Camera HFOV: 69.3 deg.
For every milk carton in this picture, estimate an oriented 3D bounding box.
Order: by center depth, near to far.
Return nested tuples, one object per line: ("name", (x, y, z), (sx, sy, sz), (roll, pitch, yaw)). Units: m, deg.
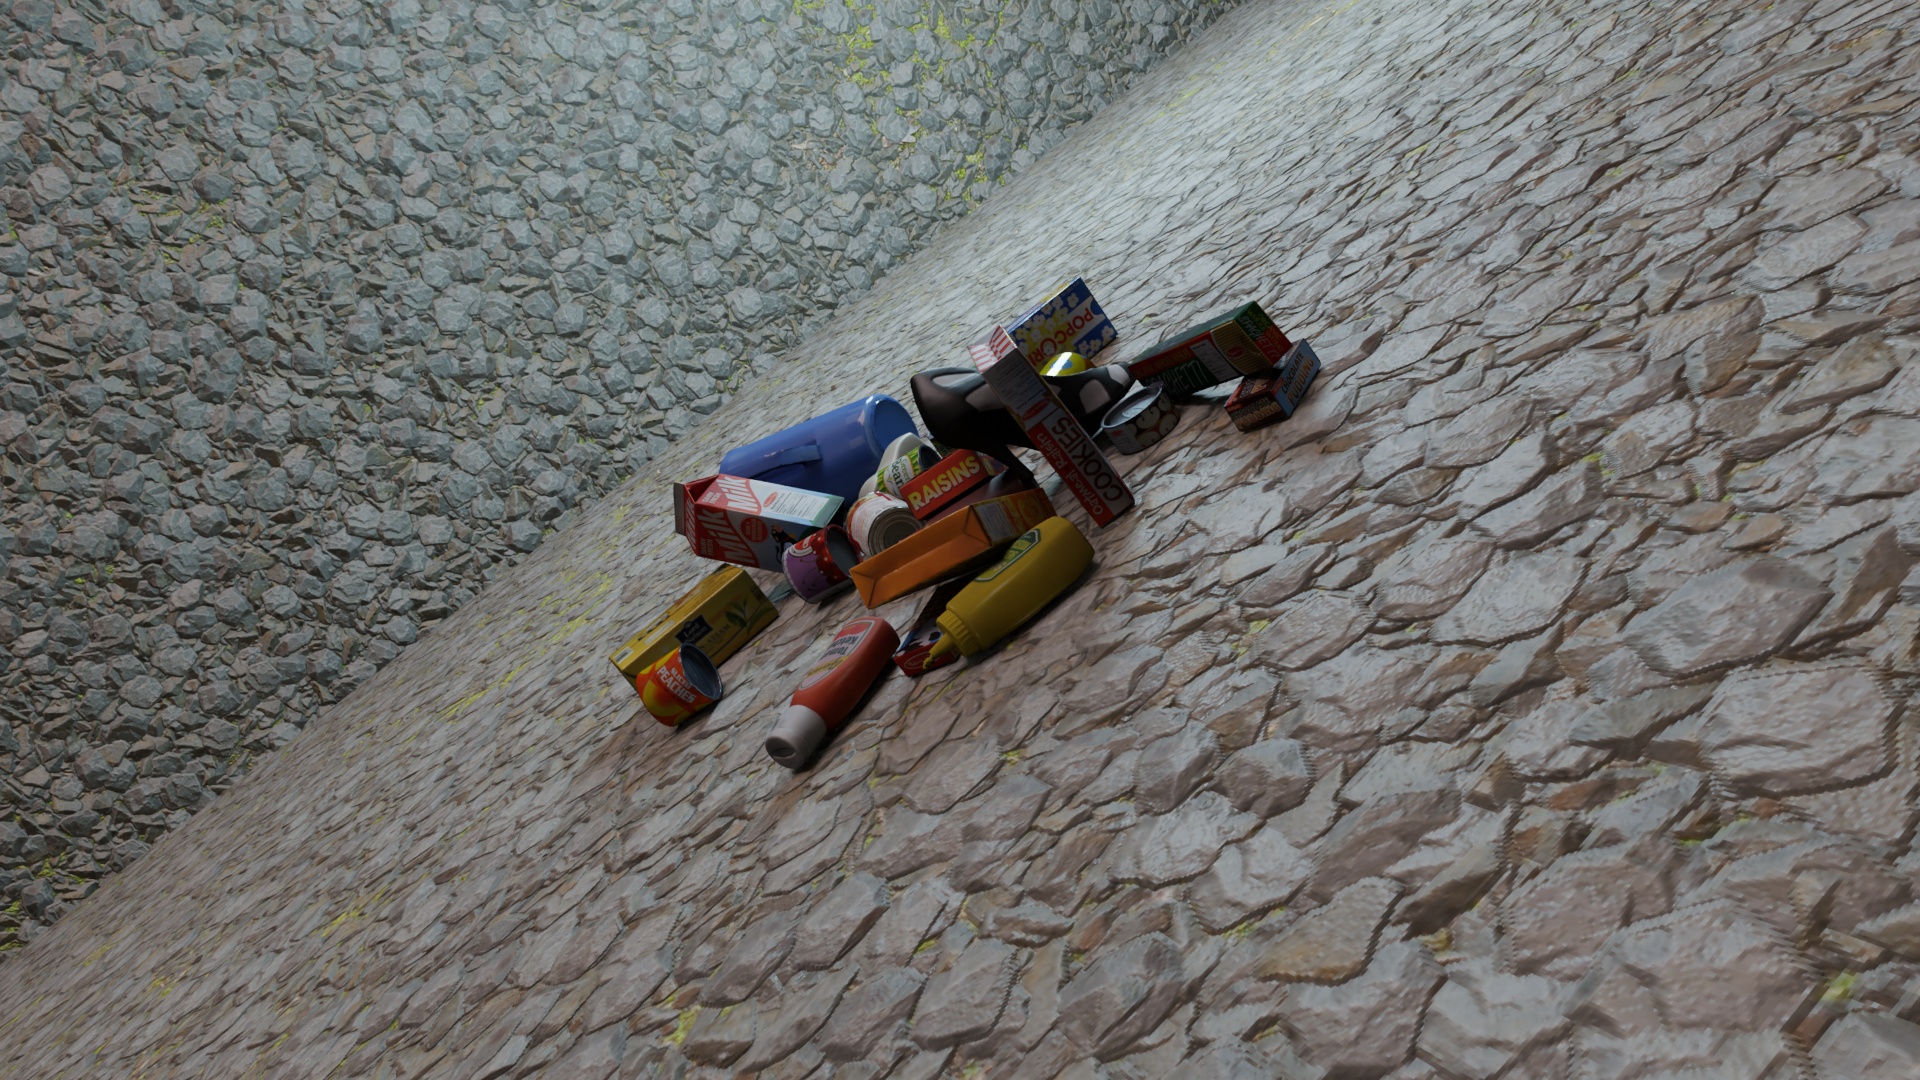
("milk carton", (-0.230, -0.019, 1.545), (0.191, 0.072, 0.074), (11, 32, 10))

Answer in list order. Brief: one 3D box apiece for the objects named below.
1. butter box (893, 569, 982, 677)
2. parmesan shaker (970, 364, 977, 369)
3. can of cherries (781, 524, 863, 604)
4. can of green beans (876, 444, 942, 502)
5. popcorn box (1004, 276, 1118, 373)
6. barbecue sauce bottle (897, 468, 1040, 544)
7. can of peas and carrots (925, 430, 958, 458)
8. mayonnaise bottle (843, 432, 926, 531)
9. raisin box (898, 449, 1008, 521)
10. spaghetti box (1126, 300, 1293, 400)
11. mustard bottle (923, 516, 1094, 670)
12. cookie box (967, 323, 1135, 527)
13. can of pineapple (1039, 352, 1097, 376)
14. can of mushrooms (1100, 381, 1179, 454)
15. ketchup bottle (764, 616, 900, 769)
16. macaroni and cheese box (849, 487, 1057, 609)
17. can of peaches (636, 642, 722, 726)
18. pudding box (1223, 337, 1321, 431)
("butter box", (-0.012, 0.068, 1.146), (0.053, 0.024, 0.104), (-24, 21, 34))
("parmesan shaker", (0.015, -0.167, 1.639), (0.103, 0.071, 0.071), (-40, 17, -14))
("can of cherries", (-0.143, 0.022, 1.440), (0.058, 0.071, 0.072), (-28, 19, 24))
("can of green beans", (-0.048, -0.060, 1.483), (0.057, 0.071, 0.071), (-30, 18, 20))
("popcorn box", (0.109, -0.235, 1.615), (0.127, 0.085, 0.038), (-40, 16, -13))
("barbecue sauce bottle", (0.005, -0.016, 1.306), (0.148, 0.043, 0.065), (-32, 11, 15))
("can of peas and carrots", (0.004, -0.110, 1.529), (0.071, 0.058, 0.071), (-33, 17, 12))
("mayonnaise bottle", (-0.079, -0.053, 1.538), (0.041, 0.064, 0.149), (-24, 24, 46))
("raisin box", (0.001, -0.059, 1.358), (0.086, 0.040, 0.123), (-31, -5, 16))
("spaghetti box", (0.209, -0.159, 1.207), (0.029, 0.050, 0.250), (-43, 8, -10))
("mustard bottle", (0.031, 0.045, 1.081), (0.160, 0.048, 0.065), (-40, 12, -13))
("cookie box", (0.076, -0.100, 1.179), (0.040, 0.167, 0.123), (-37, 17, 7))
("can of pineapple", (0.109, -0.152, 1.431), (0.071, 0.071, 0.058), (-22, 22, 40))
("can of mushrooms", (0.166, -0.112, 1.266), (0.071, 0.033, 0.071), (-33, 17, 11))
("ketchup bottle", (-0.107, 0.125, 1.146), (0.064, 0.043, 0.149), (-21, 23, 41))
("macaroni and cheese box", (-0.001, 0.005, 1.163), (0.123, 0.040, 0.167), (-28, -5, 24))
("can of peaches", (-0.282, 0.145, 1.386), (0.058, 0.071, 0.071), (-33, 17, 13))
("pudding box", (0.256, -0.127, 1.138), (0.049, 0.030, 0.084), (-19, 23, 46))
